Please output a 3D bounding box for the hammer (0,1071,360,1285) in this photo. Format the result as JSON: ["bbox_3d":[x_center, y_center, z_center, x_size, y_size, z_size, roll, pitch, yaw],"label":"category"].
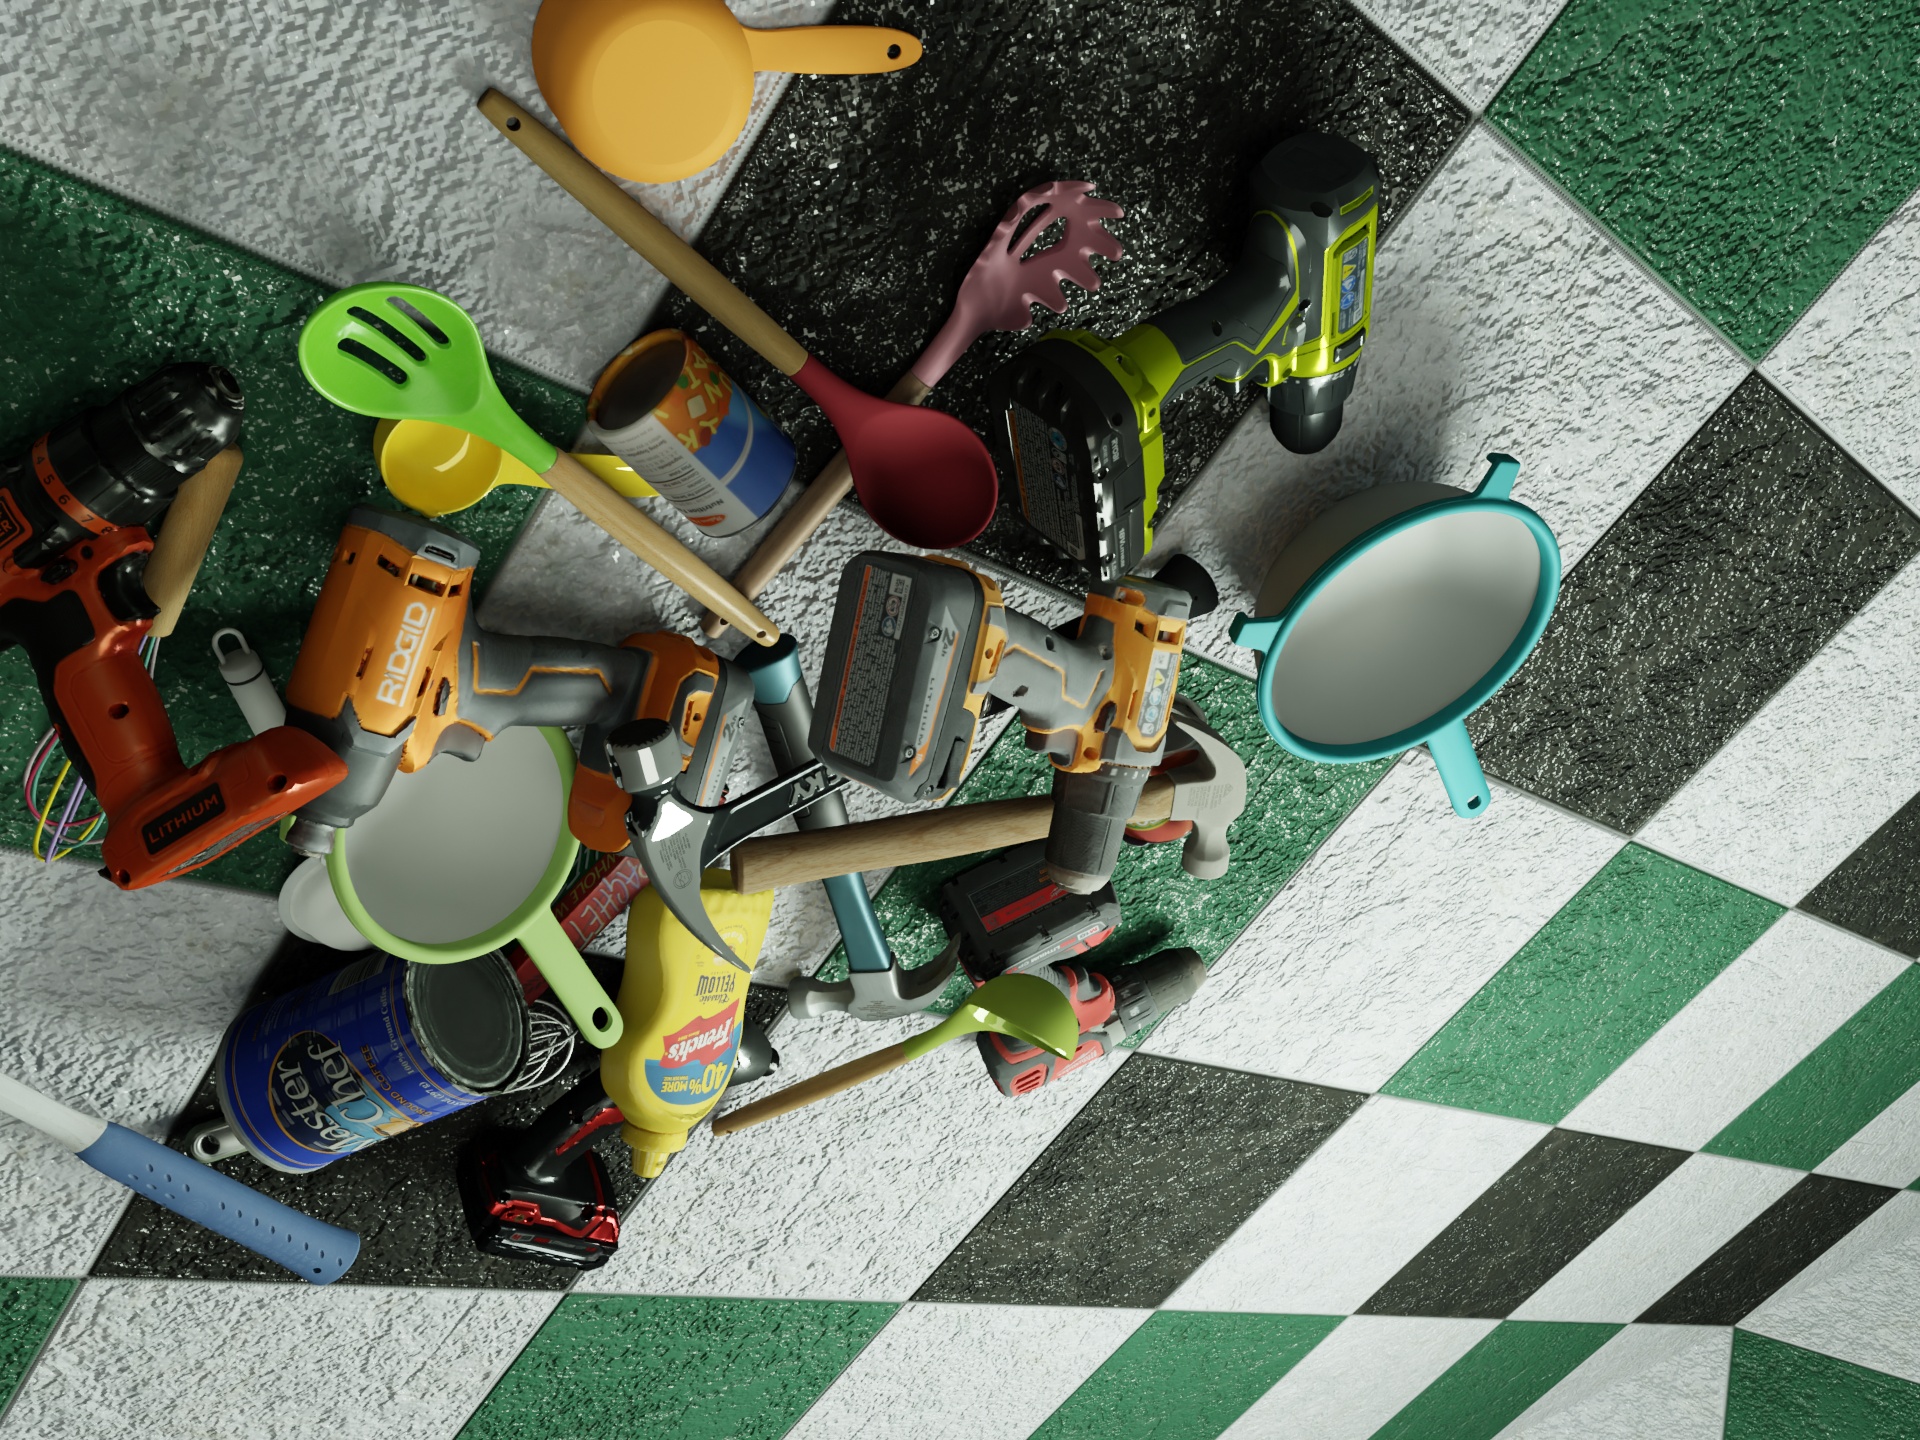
[{"bbox_3d":[-0.510,0.235,0.905,0.144,0.035,0.405,-35,130,5],"label":"hammer"}]

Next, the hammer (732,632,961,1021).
[{"bbox_3d":[-0.083,0.080,1.002,0.128,0.033,0.330,-4,132,11],"label":"hammer"}]

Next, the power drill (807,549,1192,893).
[{"bbox_3d":[0.029,0.004,0.856,0.226,0.084,0.185,4,101,-45],"label":"power drill"}]

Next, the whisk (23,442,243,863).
[{"bbox_3d":[-0.393,-0.030,0.758,0.047,0.051,0.245,1,127,-56],"label":"whisk"}]

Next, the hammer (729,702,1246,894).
[{"bbox_3d":[0.024,0.061,0.974,0.331,0.031,0.130,-8,123,-18],"label":"hammer"}]

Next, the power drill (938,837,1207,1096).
[{"bbox_3d":[0.088,0.179,1.175,0.188,0.080,0.226,-25,139,-6],"label":"power drill"}]

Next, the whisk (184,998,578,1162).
[{"bbox_3d":[-0.362,0.231,1.002,0.246,0.059,0.058,-16,96,-9],"label":"whisk"}]

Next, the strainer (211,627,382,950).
[{"bbox_3d":[-0.345,0.054,0.855,0.087,0.050,0.258,-22,133,-15],"label":"strainer"}]

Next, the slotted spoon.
[{"bbox_3d":[-0.184,-0.110,0.766,0.070,0.031,0.313,-36,141,12],"label":"slotted spoon"}]

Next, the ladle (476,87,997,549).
[{"bbox_3d":[-0.097,-0.184,0.756,0.069,0.031,0.315,-48,125,8],"label":"ladle"}]

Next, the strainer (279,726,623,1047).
[{"bbox_3d":[-0.265,0.089,0.883,0.151,0.069,0.256,-48,133,-31],"label":"strainer"}]

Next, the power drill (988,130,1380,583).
[{"bbox_3d":[0.131,-0.176,0.845,0.228,0.080,0.190,-38,146,-18],"label":"power drill"}]

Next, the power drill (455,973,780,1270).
[{"bbox_3d":[-0.231,0.272,1.090,0.143,0.079,0.219,29,108,-42],"label":"power drill"}]

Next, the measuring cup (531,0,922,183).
[{"bbox_3d":[-0.091,-0.277,0.679,0.173,0.052,0.095,-9,132,-18],"label":"measuring cup"}]

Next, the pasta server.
[{"bbox_3d":[-0.036,-0.155,0.832,0.060,0.040,0.316,30,112,-35],"label":"pasta server"}]

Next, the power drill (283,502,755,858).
[{"bbox_3d":[-0.225,0.006,0.796,0.226,0.084,0.164,23,84,-46],"label":"power drill"}]

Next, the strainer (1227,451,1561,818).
[{"bbox_3d":[0.295,-0.046,1.070,0.211,0.095,0.340,-33,139,6],"label":"strainer"}]

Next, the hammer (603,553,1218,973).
[{"bbox_3d":[-0.001,-0.003,0.901,0.409,0.036,0.149,-27,119,-30],"label":"hammer"}]

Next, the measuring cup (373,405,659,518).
[{"bbox_3d":[-0.209,-0.129,0.777,0.156,0.029,0.062,-1,124,-40],"label":"measuring cup"}]

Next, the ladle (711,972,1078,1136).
[{"bbox_3d":[-0.057,0.249,1.106,0.320,0.062,0.078,-27,133,27],"label":"ladle"}]
